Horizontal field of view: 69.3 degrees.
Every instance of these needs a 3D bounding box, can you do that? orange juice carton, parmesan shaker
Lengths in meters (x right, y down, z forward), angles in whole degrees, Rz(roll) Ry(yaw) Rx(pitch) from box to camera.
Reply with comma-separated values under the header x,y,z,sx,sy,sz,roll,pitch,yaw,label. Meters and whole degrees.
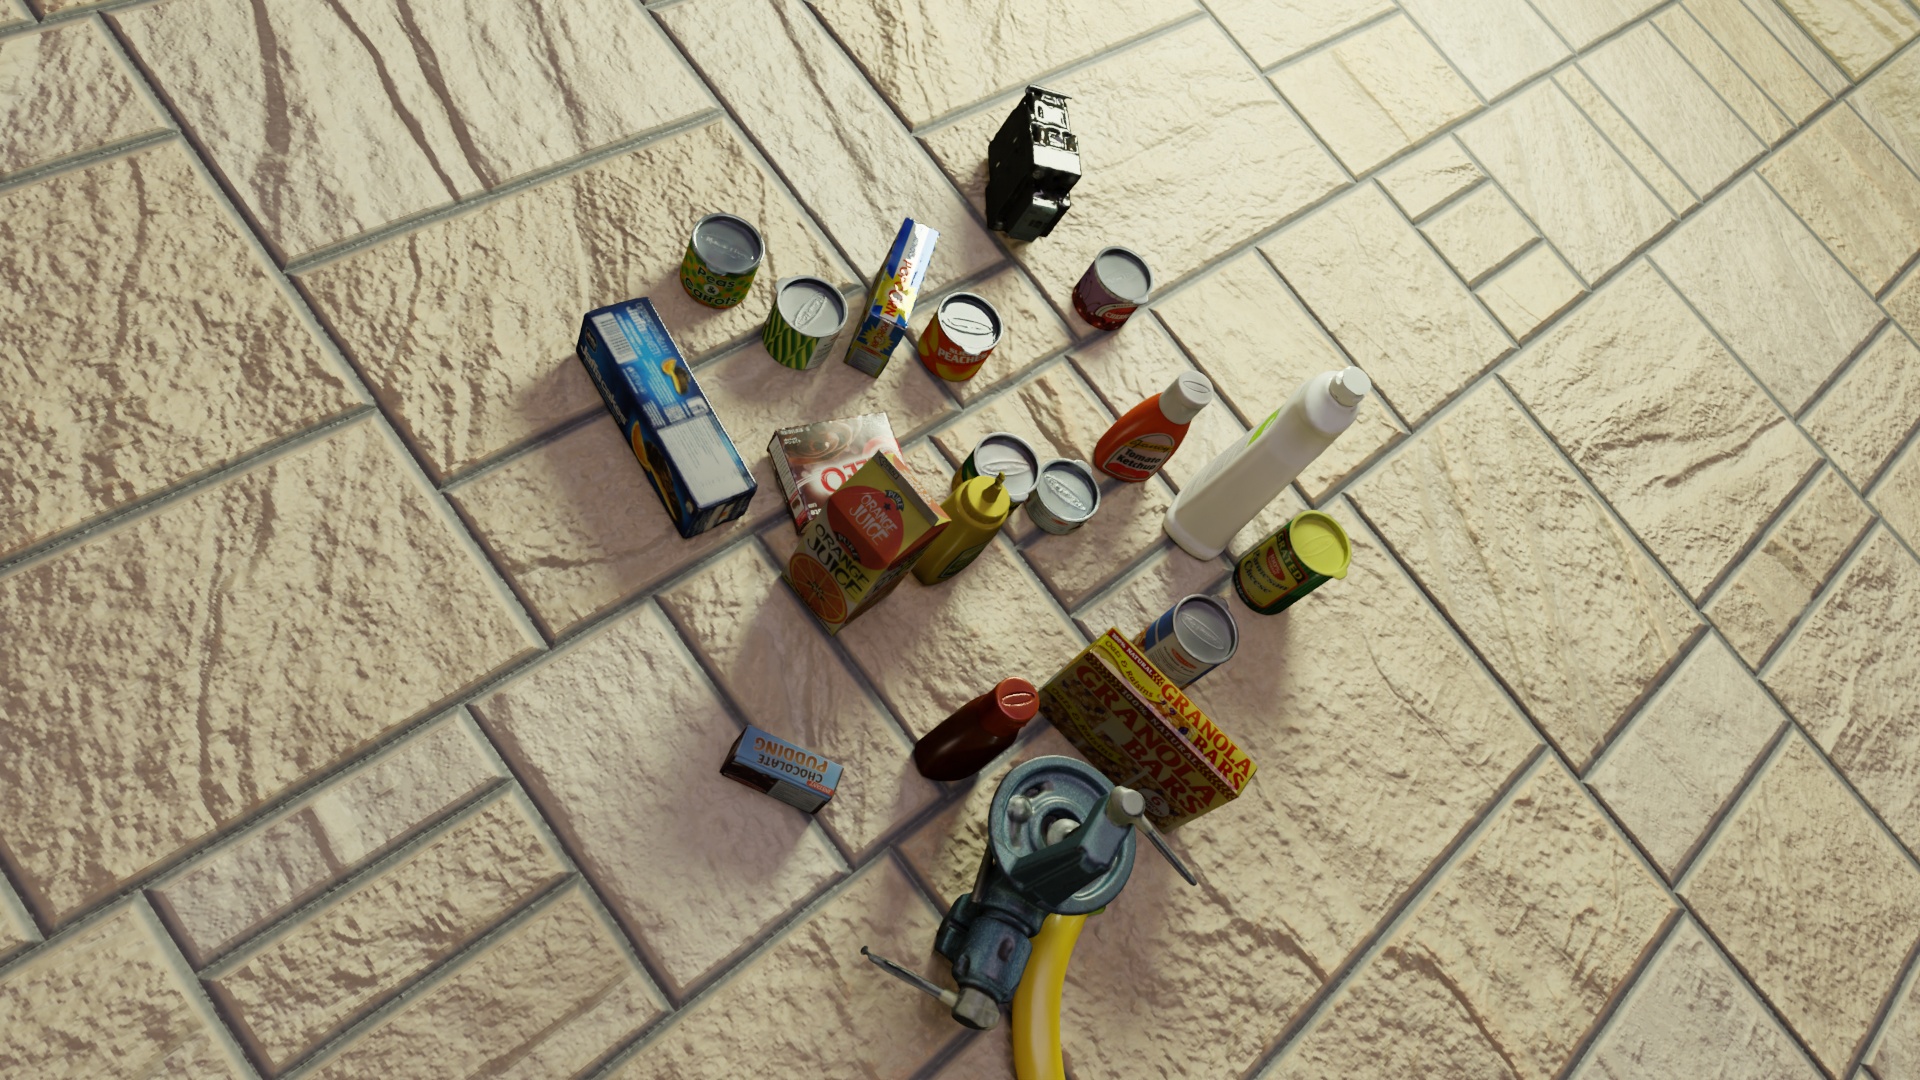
x,y,z,sx,sy,sz,roll,pitch,yaw,label
-0.072,-0.002,1.109,0.073,0.191,0.072,-36,83,-33,orange juice carton
0.314,0.025,1.316,0.071,0.102,0.071,10,61,-19,parmesan shaker

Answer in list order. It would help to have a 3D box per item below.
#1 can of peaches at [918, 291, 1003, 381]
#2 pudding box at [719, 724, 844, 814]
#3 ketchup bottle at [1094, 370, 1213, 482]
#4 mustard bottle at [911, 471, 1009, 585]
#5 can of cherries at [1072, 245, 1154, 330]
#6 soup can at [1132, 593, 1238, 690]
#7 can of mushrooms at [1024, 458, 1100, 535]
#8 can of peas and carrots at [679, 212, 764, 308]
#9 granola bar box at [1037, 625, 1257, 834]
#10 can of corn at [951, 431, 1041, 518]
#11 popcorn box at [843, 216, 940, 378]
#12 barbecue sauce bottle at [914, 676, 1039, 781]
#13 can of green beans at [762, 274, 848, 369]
x,y,z,sx,sy,sz,roll,pitch,yaw,label
-0.001,-0.191,1.317,0.071,0.057,0.071,10,61,-19,can of peaches
-0.138,0.178,1.073,0.084,0.049,0.030,25,58,-10,pudding box
0.184,-0.107,1.300,0.065,0.148,0.044,15,60,-16,ketchup bottle
0.004,-0.015,1.168,0.065,0.159,0.049,-28,79,-32,mustard bottle
0.156,-0.255,1.418,0.071,0.058,0.072,10,61,-19,can of cherries
0.201,0.092,1.244,0.071,0.083,0.071,10,61,-19,soup can
0.096,-0.042,1.298,0.071,0.033,0.071,10,61,-19,can of mushrooms
-0.216,-0.250,1.254,0.071,0.058,0.071,10,61,-19,can of peas and carrots
0.151,0.160,1.163,0.165,0.123,0.039,45,56,3,granola bar box
0.033,-0.054,1.261,0.071,0.058,0.071,10,61,-19,can of corn
-0.063,-0.226,1.292,0.038,0.085,0.127,23,58,-11,popcorn box
0.016,0.149,1.096,0.065,0.148,0.044,-5,67,-25,barbecue sauce bottle
-0.142,-0.197,1.260,0.071,0.057,0.071,10,61,-19,can of green beans
